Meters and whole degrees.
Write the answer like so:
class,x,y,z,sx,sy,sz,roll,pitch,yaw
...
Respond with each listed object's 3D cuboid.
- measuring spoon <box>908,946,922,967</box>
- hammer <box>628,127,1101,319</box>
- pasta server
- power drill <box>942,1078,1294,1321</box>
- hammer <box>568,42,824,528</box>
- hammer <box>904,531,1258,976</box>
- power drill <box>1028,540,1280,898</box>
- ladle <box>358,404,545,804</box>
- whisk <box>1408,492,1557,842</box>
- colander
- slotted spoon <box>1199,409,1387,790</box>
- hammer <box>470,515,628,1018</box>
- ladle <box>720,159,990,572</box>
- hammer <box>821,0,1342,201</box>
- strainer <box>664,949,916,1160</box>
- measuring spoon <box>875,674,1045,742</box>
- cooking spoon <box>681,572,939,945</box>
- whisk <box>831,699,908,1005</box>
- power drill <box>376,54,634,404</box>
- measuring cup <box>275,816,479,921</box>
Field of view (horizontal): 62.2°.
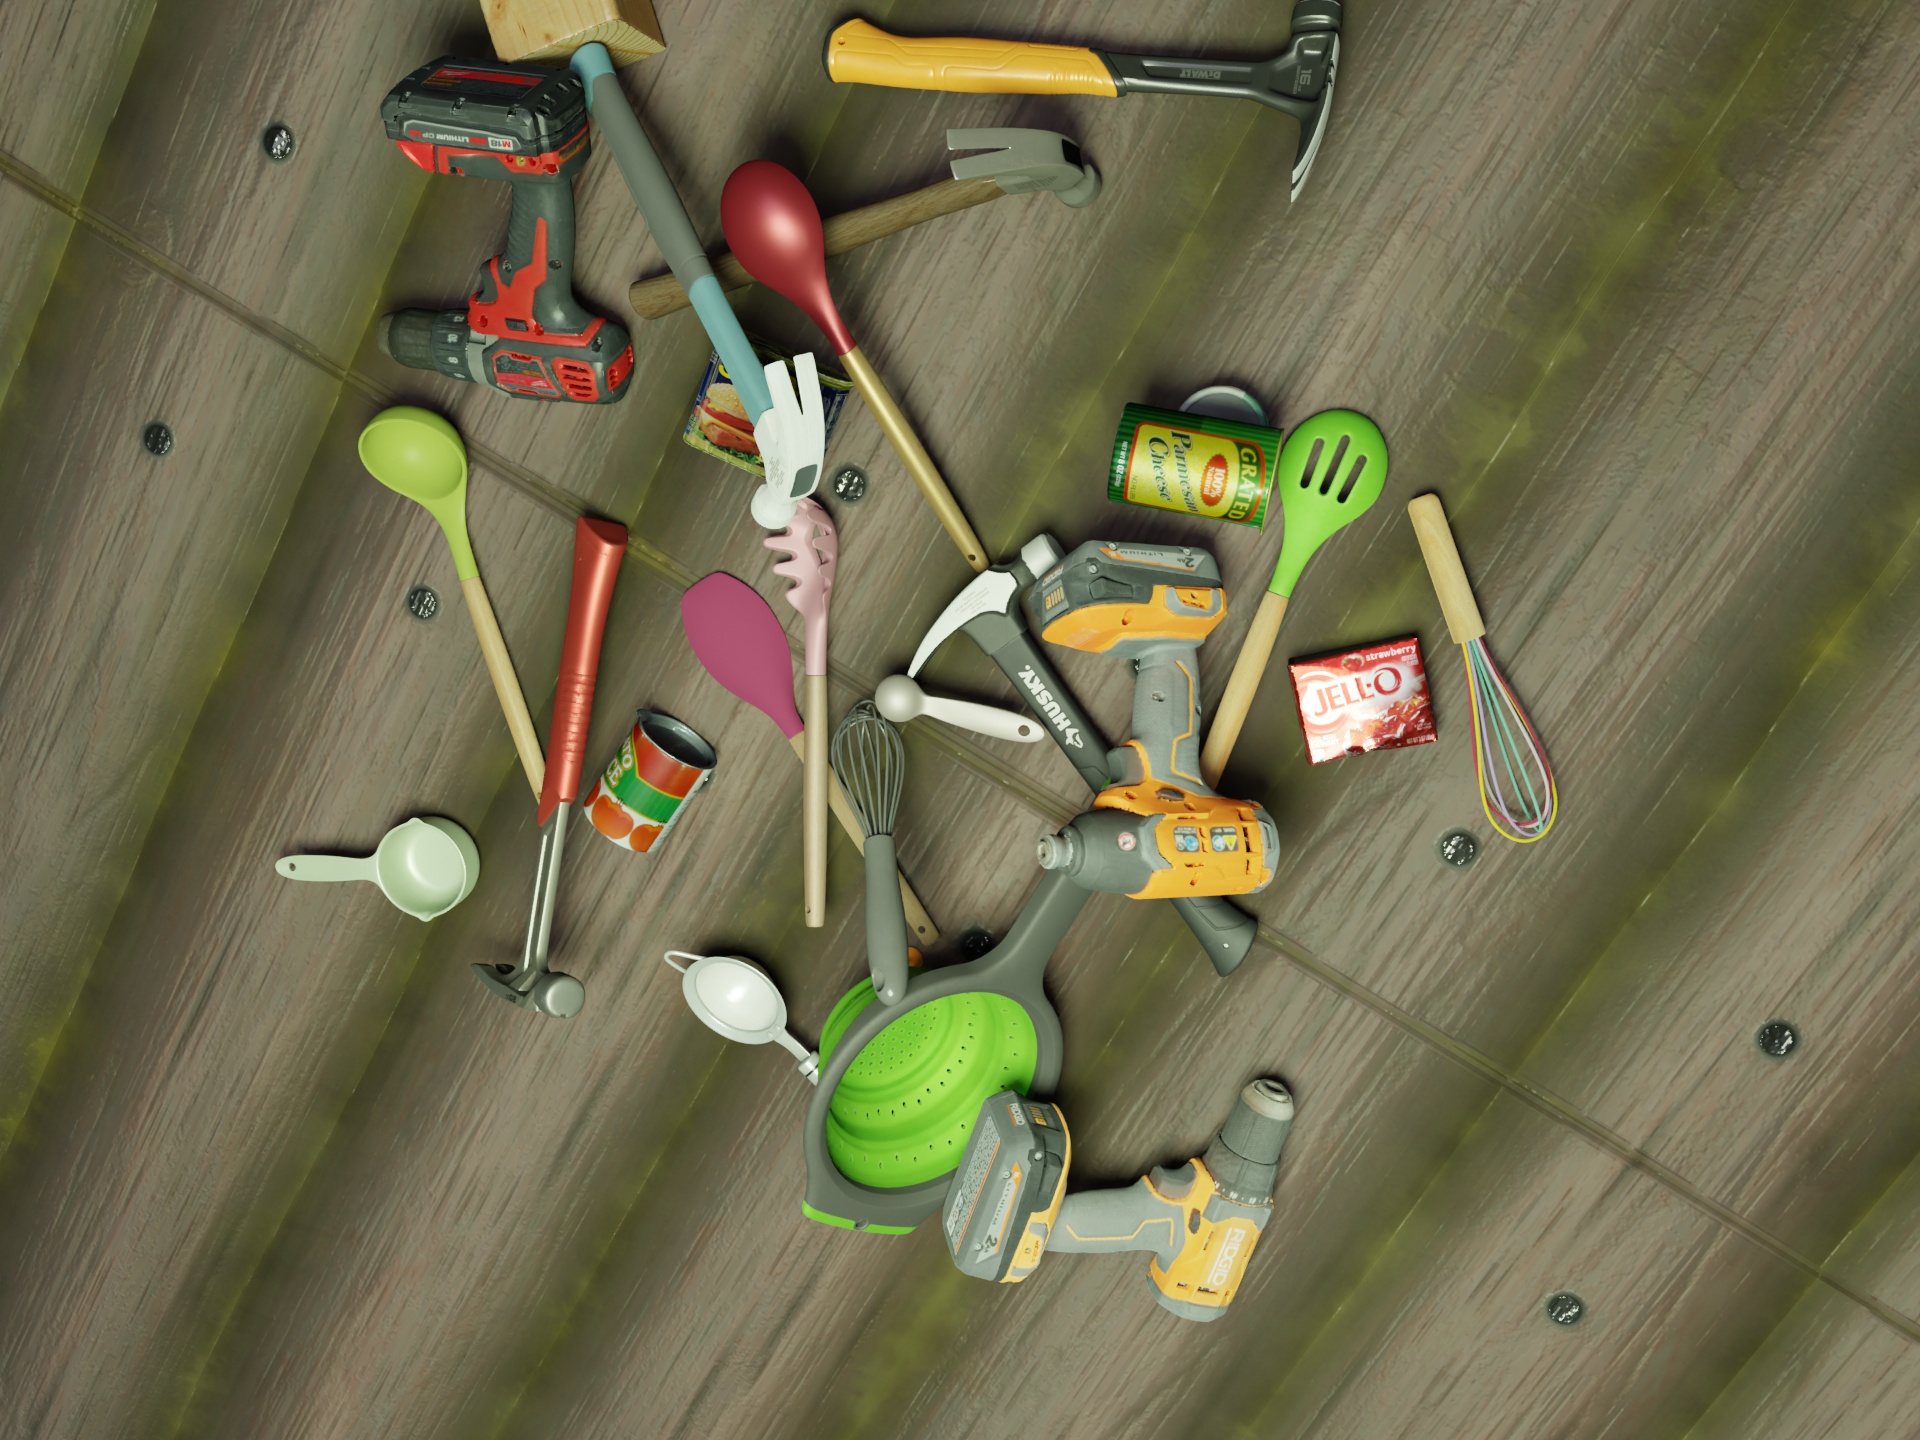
class,x,y,z,sx,sy,sz,roll,pitch,yaw
measuring spoon,-0.069,0.216,1.208,0.021,0.011,0.117,42,106,1
hammer,-0.078,-0.328,1.065,0.331,0.130,0.031,-12,89,22
pasta server,-0.110,-0.006,1.147,0.060,0.040,0.316,8,99,48
power drill,0.121,0.326,1.130,0.226,0.084,0.185,15,105,-17
hammer,-0.175,-0.294,1.040,0.033,0.128,0.331,-23,81,-26
hammer,0.099,0.042,1.127,0.146,0.035,0.335,-35,94,20
power drill,0.110,0.003,1.023,0.164,0.084,0.227,0,73,-28
ladle,-0.365,-0.079,1.190,0.078,0.062,0.320,-13,101,21
whisk,0.345,-0.033,1.064,0.047,0.051,0.245,-19,94,20
colander,0.008,0.176,1.131,0.204,0.095,0.397,25,101,-38
slotted spoon,0.207,-0.060,1.074,0.070,0.031,0.313,22,98,8
hammer,-0.296,0.030,1.173,0.149,0.036,0.359,8,89,53
ladle,-0.063,-0.226,1.064,0.069,0.031,0.315,-19,119,29
hammer,0.070,-0.415,1.034,0.337,0.034,0.127,9,78,12
strainer,-0.119,0.254,1.208,0.258,0.050,0.087,45,128,-2
measuring spoon,-0.002,-0.004,1.111,0.124,0.018,0.034,14,107,9
cooking spoon,-0.107,0.032,1.177,0.069,0.017,0.319,-33,93,14
whisk,-0.059,0.087,1.098,0.055,0.055,0.239,-18,54,14
power drill,-0.327,-0.326,1.088,0.188,0.080,0.226,10,132,10
measuring cup,-0.457,0.112,1.254,0.167,0.038,0.083,0,101,13
